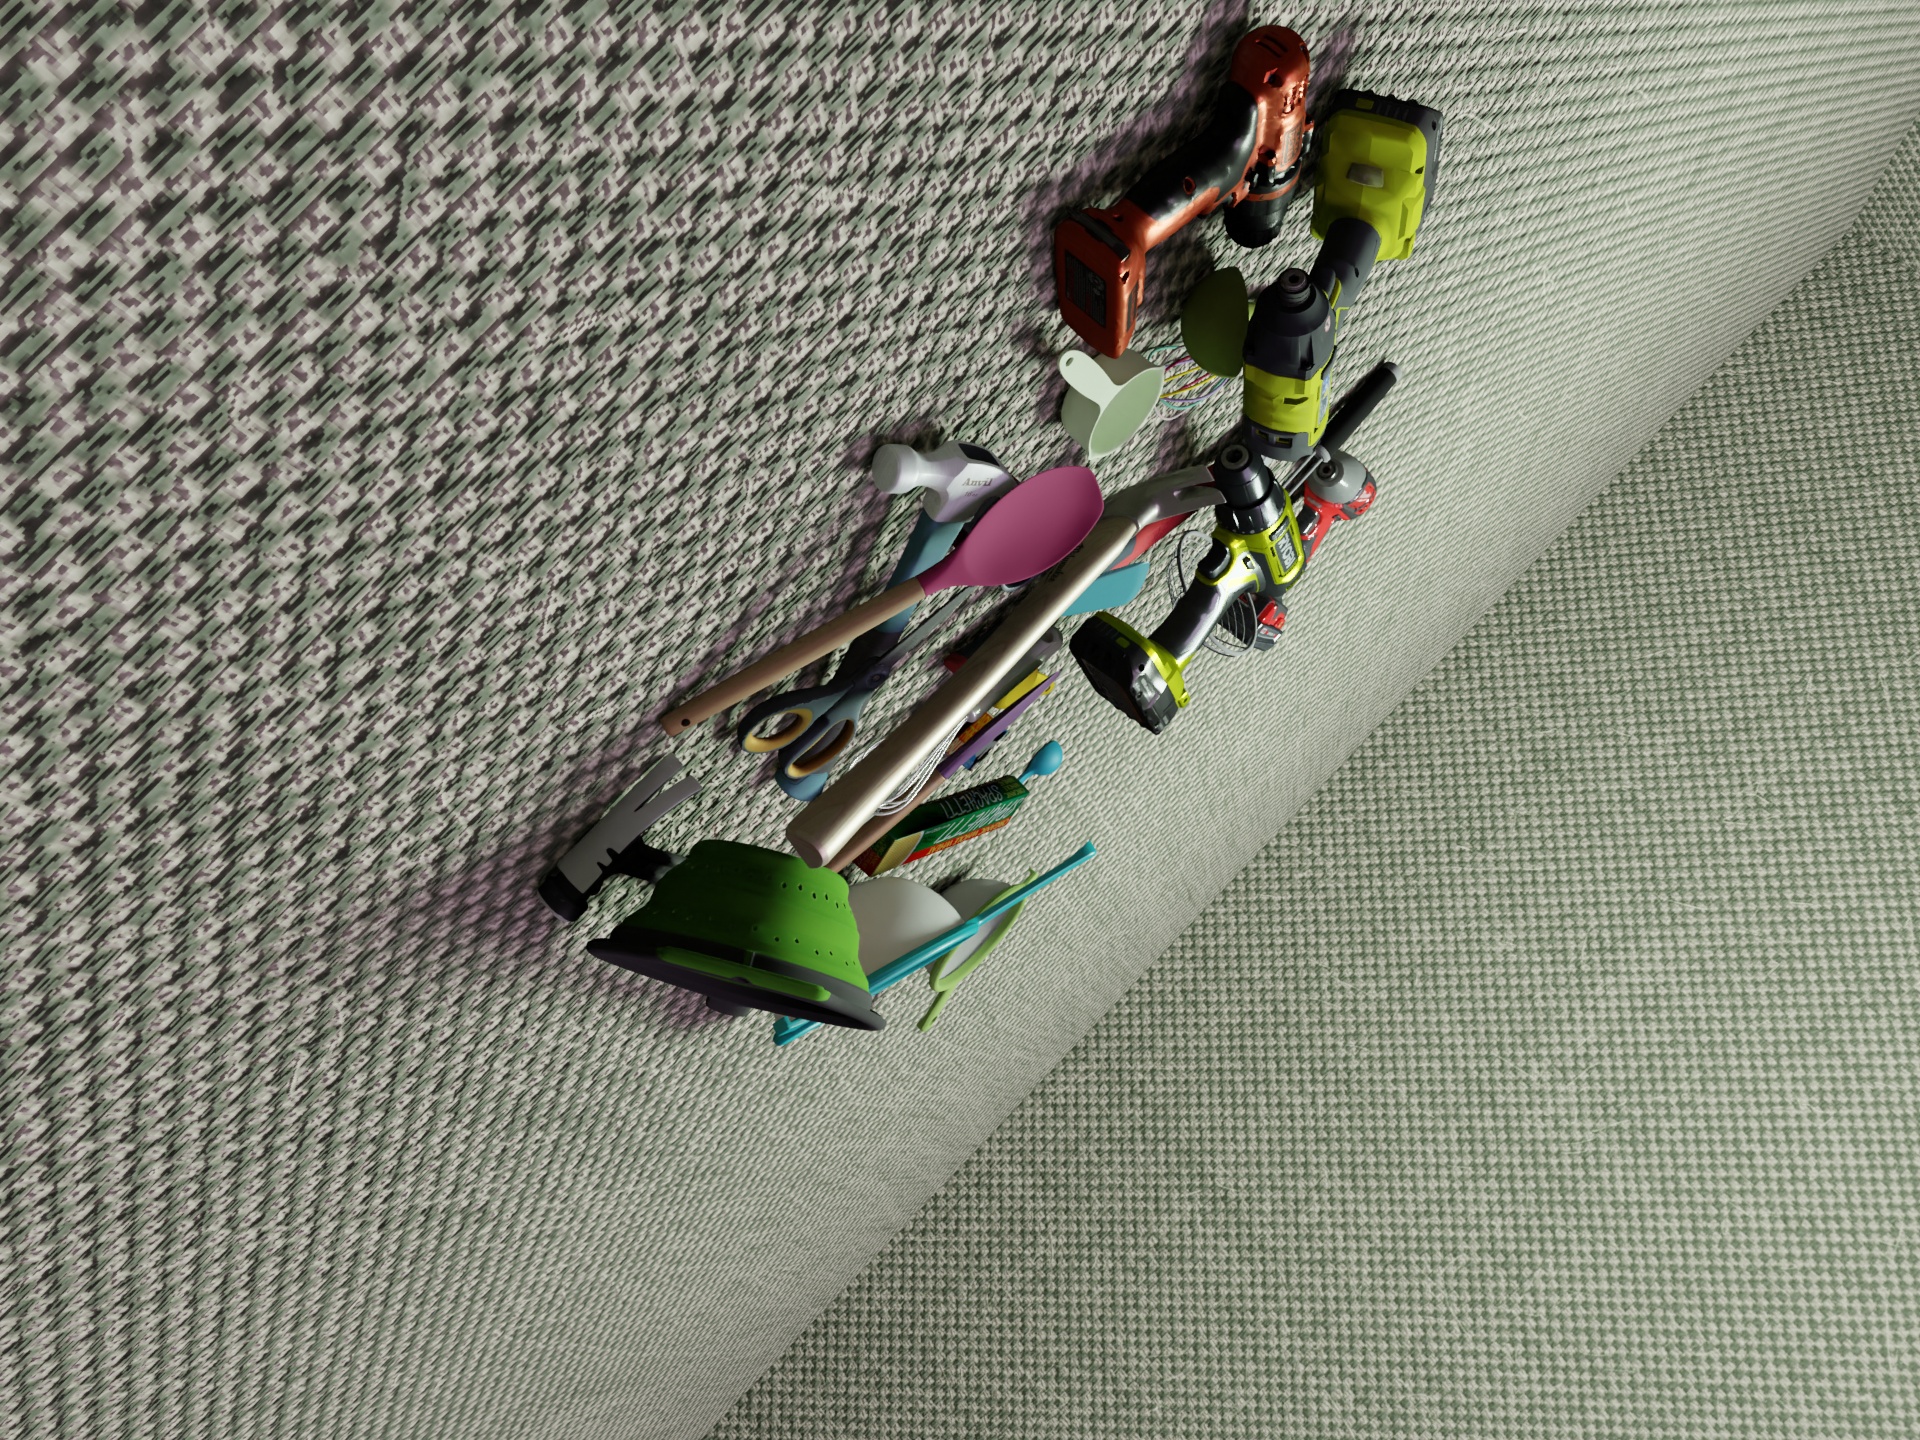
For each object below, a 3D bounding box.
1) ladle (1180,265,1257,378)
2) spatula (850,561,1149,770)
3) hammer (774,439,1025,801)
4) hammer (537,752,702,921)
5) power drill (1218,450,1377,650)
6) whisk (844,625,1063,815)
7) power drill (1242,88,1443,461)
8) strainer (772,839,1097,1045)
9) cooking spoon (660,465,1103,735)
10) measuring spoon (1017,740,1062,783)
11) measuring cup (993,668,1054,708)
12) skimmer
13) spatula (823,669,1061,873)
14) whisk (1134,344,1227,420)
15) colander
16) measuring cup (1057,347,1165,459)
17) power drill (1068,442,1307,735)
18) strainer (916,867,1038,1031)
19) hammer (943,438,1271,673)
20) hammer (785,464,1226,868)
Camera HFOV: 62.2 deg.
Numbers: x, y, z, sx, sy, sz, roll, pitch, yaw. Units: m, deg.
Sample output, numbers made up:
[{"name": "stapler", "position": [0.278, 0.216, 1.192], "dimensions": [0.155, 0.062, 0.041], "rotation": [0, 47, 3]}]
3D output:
[{"name": "ladle", "position": [0.256, -0.319, 1.231], "dimensions": [0.320, 0.062, 0.078], "rotation": [-27, 122, -51]}, {"name": "spatula", "position": [0.016, -0.026, 1.226], "dimensions": [0.317, 0.044, 0.082], "rotation": [-41, 169, -15]}, {"name": "hammer", "position": [-0.057, -0.057, 1.091], "dimensions": [0.128, 0.033, 0.330], "rotation": [-6, 142, -37]}, {"name": "hammer", "position": [-0.186, 0.111, 1.179], "dimensions": [0.127, 0.034, 0.336], "rotation": [-46, 161, 0]}, {"name": "power drill", "position": [0.347, -0.184, 1.667], "dimensions": [0.219, 0.079, 0.143], "rotation": [-54, 160, 12]}, {"name": "whisk", "position": [-0.002, -0.004, 1.309], "dimensions": [0.246, 0.058, 0.059], "rotation": [-40, 160, -24]}, {"name": "power drill", "position": [0.254, -0.310, 1.084], "dimensions": [0.223, 0.080, 0.171], "rotation": [-64, 162, -18]}, {"name": "strainer", "position": [-0.040, 0.171, 1.451], "dimensions": [0.340, 0.095, 0.211], "rotation": [-30, 172, -8]}, {"name": "cooking spoon", "position": [-0.048, -0.073, 1.013], "dimensions": [0.319, 0.017, 0.068], "rotation": [-30, 130, -6]}, {"name": "measuring spoon", "position": [0.064, 0.075, 1.654], "dimensions": [0.128, 0.021, 0.042], "rotation": [-48, 161, 0]}, {"name": "measuring cup", "position": [0.062, -0.030, 1.427], "dimensions": [0.062, 0.029, 0.156], "rotation": [-51, 158, 11]}, {"name": "skimmer", "position": [0.327, -0.215, 1.529], "dimensions": [0.363, 0.127, 0.090], "rotation": [-48, -157, -11]}, {"name": "spatula", "position": [-0.036, 0.061, 1.340], "dimensions": [0.316, 0.018, 0.060], "rotation": [-40, 175, 3]}, {"name": "whisk", "position": [0.205, -0.281, 1.231], "dimensions": [0.245, 0.051, 0.047], "rotation": [-33, 178, -45]}, {"name": "colander", "position": [-0.152, 0.156, 1.143], "dimensions": [0.397, 0.204, 0.094], "rotation": [126, -21, -73]}, {"name": "measuring cup", "position": [0.086, -0.230, 1.075], "dimensions": [0.083, 0.038, 0.167], "rotation": [-51, 159, 11]}, {"name": "power drill", "position": [0.200, -0.116, 1.360], "dimensions": [0.228, 0.080, 0.190], "rotation": [-49, 149, -6]}, {"name": "strainer", "position": [-0.017, 0.255, 1.771], "dimensions": [0.151, 0.069, 0.256], "rotation": [-31, 156, -44]}, {"name": "hammer", "position": [0.137, -0.152, 1.335], "dimensions": [0.386, 0.038, 0.143], "rotation": [-38, 158, -25]}, {"name": "hammer", "position": [0.029, -0.046, 1.105], "dimensions": [0.411, 0.038, 0.146], "rotation": [-47, -159, -31]}]
